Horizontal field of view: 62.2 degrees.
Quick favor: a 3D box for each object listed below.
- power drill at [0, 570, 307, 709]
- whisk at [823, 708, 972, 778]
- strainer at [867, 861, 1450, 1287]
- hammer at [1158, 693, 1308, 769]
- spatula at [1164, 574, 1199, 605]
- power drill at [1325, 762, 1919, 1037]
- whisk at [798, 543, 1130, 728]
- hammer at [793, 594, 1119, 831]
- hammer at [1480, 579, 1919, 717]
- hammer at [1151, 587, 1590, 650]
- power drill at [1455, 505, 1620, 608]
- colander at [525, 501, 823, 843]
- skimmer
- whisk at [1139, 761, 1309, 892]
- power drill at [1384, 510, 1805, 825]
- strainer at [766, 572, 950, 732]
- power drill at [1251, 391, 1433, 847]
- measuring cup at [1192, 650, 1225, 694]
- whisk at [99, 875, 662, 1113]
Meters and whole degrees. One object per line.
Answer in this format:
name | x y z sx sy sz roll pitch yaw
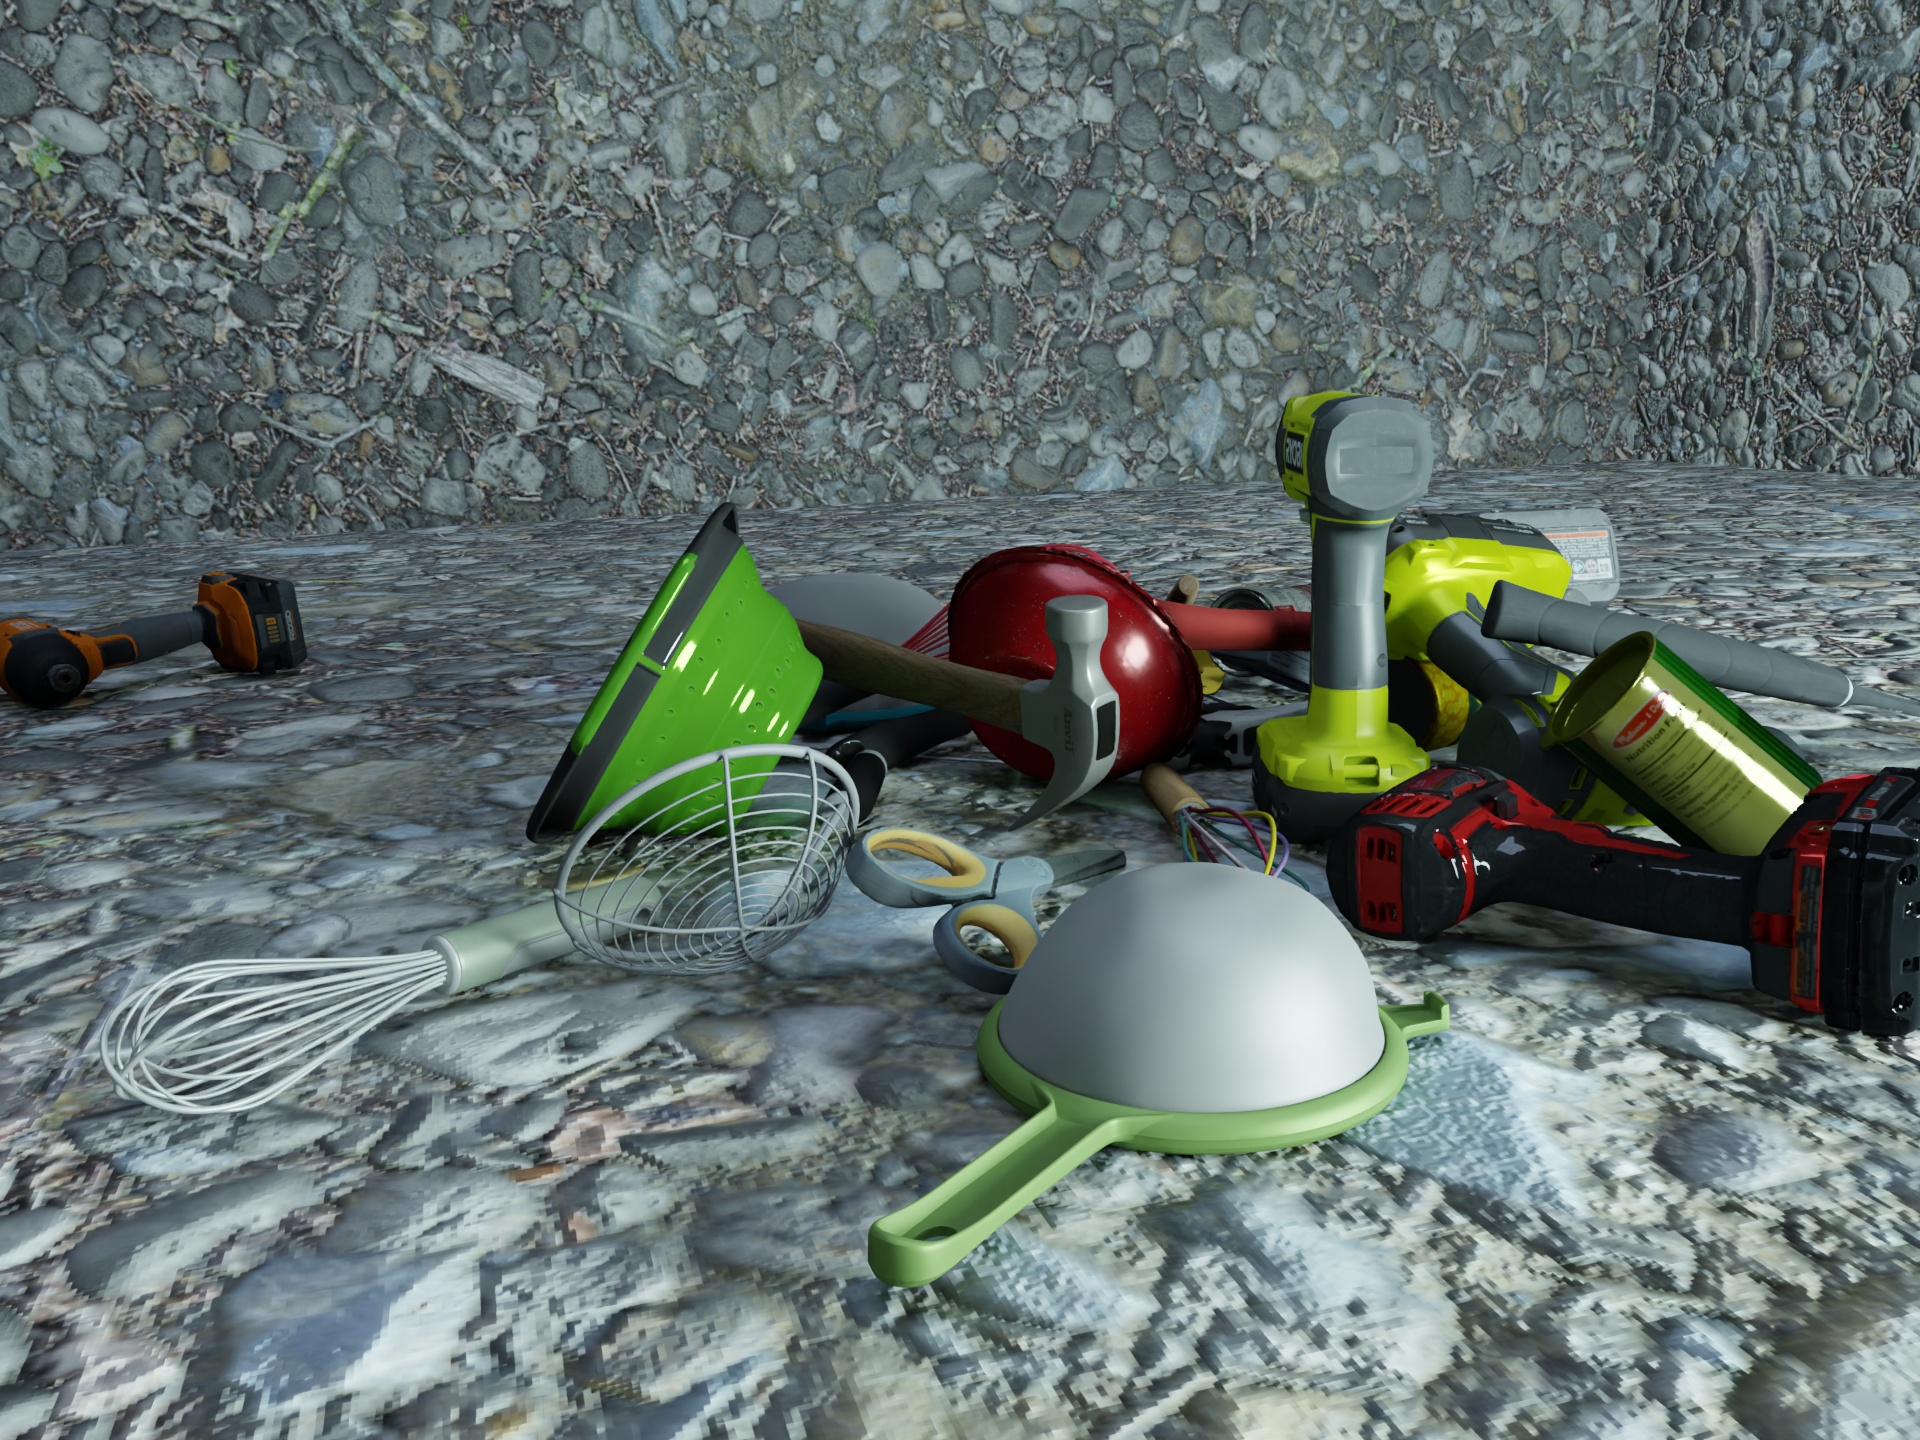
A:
power drill | -0.668 -0.063 1.309 0.226 0.084 0.164 -18 21 -38
whisk | -0.002 -0.005 1.029 0.055 0.055 0.239 9 21 40
strainer | 0.051 0.097 0.516 0.151 0.069 0.256 7 14 33
hammer | 0.138 -0.022 1.113 0.146 0.035 0.335 -6 13 -17
spatula | 0.142 -0.067 1.115 0.060 0.018 0.316 25 -4 4
power drill | 0.279 0.058 0.657 0.220 0.078 0.143 5 13 38
whisk | -0.032 -0.037 0.996 0.296 0.073 0.073 -22 11 8
hammer | -0.041 -0.027 0.905 0.031 0.130 0.331 -21 25 -39
hammer | 0.453 -0.010 0.799 0.409 0.036 0.149 12 14 -7
hammer | 0.234 -0.055 1.028 0.359 0.037 0.149 -1 -13 -31
power drill | 0.372 -0.099 1.228 0.185 0.084 0.226 -4 -7 -9
colander | -0.154 -0.001 0.920 0.094 0.204 0.397 31 -9 -9
skimmer | -0.087 0.035 0.763 0.127 0.090 0.363 -40 5 10
whisk | 0.120 0.050 0.781 0.051 0.047 0.245 -4 10 -3
power drill | 0.329 -0.025 0.875 0.190 0.080 0.229 1 35 -19
strainer | -0.127 -0.070 1.221 0.211 0.095 0.341 -12 18 -38
power drill | 0.198 -0.059 0.835 0.080 0.223 0.171 -1 13 2
measuring cup | 0.193 -0.047 1.222 0.062 0.029 0.156 2 13 15
whisk | -0.209 0.098 0.621 0.059 0.057 0.246 44 30 22
